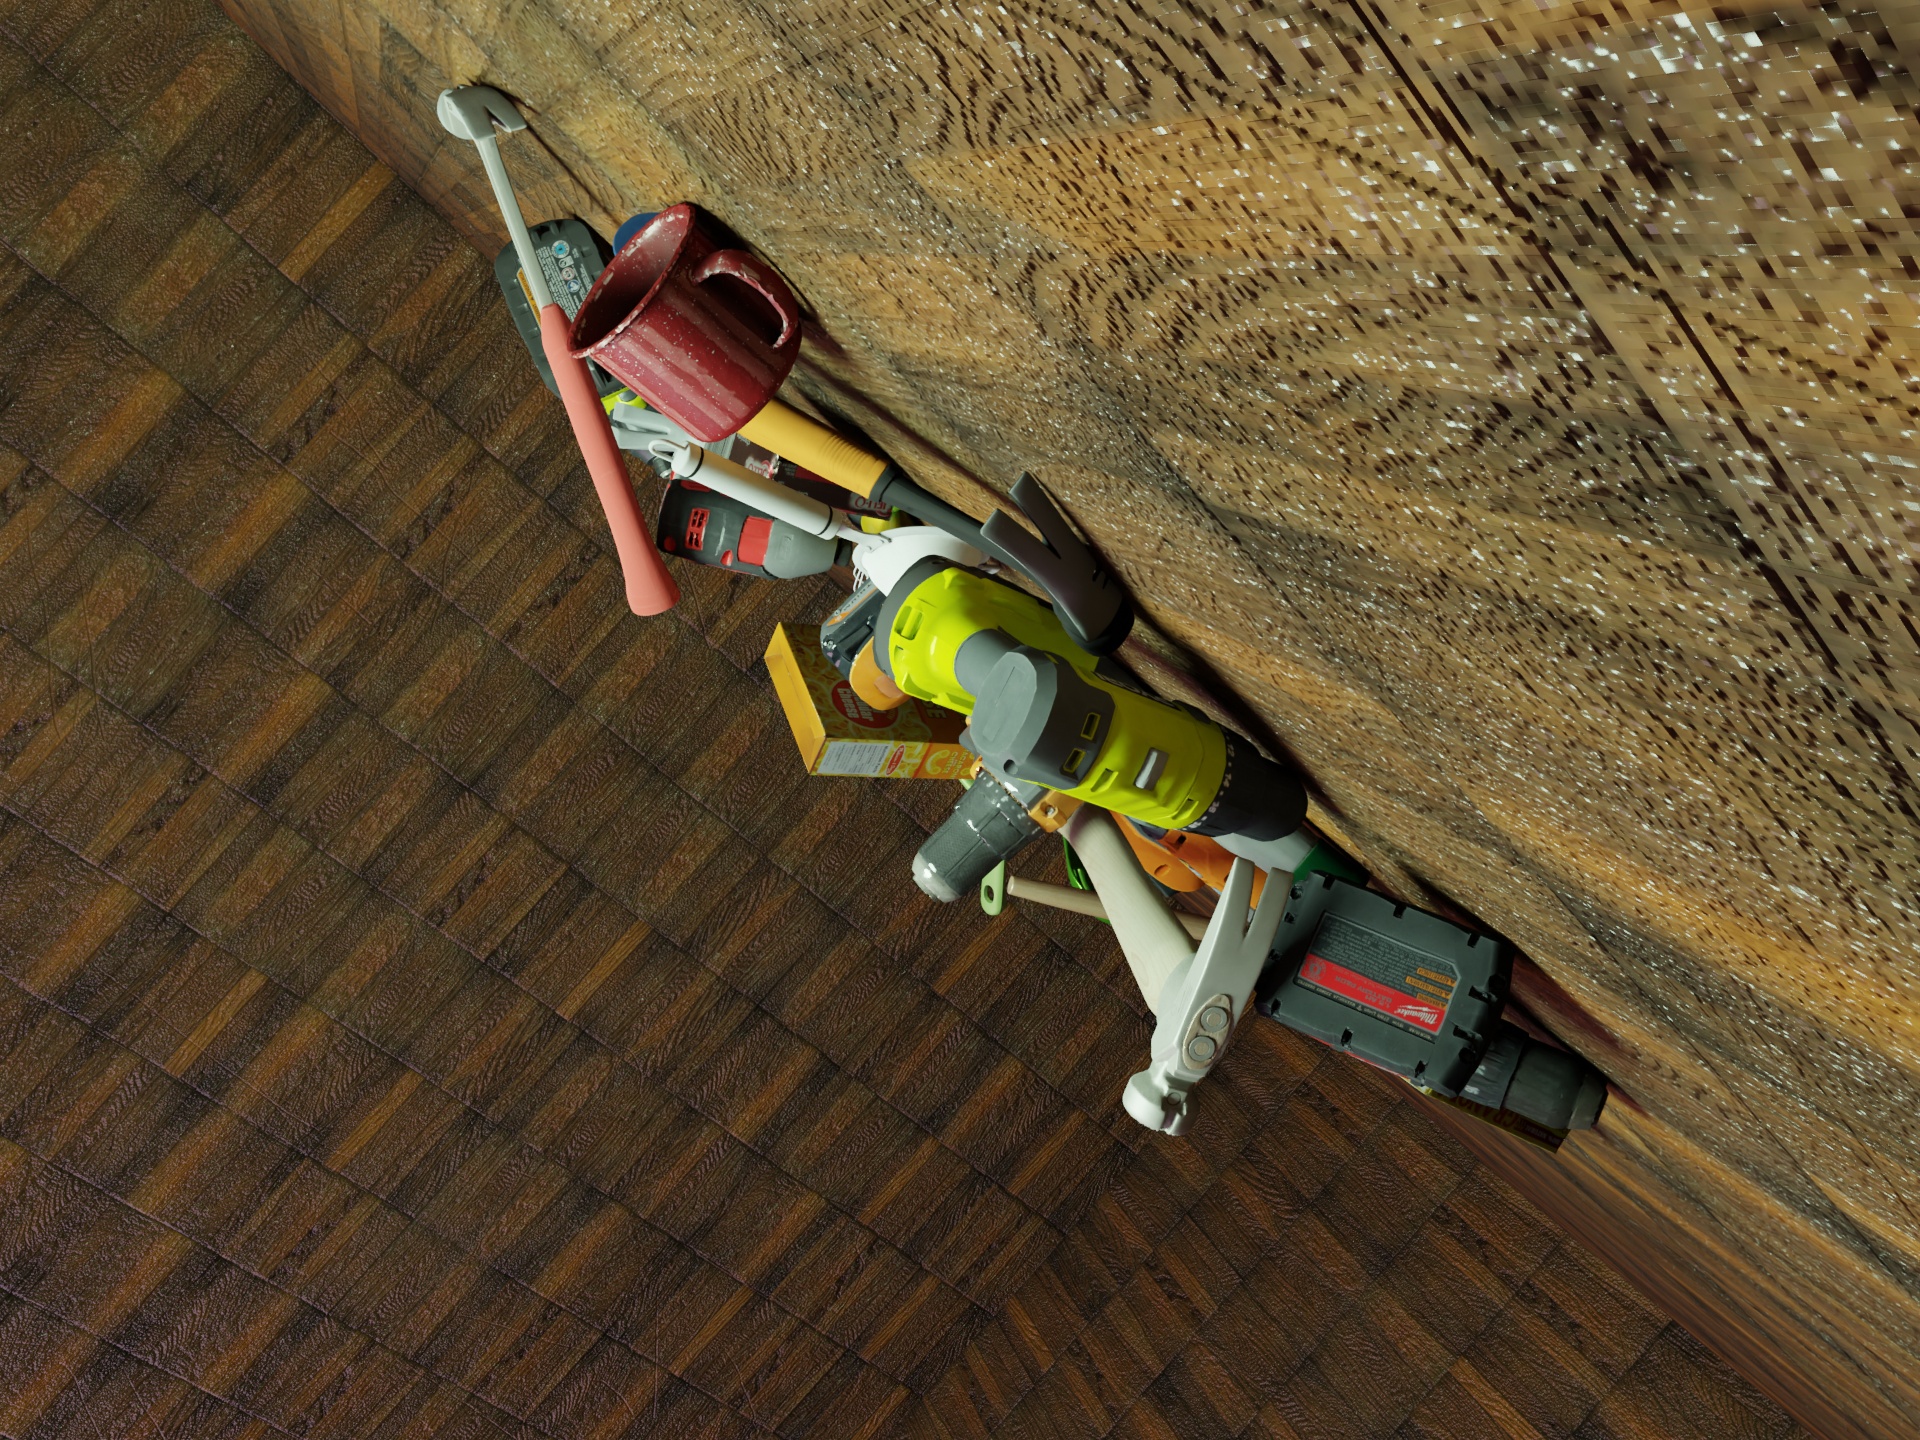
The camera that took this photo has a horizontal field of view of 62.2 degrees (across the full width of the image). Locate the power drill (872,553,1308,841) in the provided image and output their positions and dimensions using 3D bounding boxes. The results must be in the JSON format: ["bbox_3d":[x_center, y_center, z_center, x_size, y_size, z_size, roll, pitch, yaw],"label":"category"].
[{"bbox_3d":[0.064,-0.007,0.856,0.190,0.080,0.229,20,-170,-30],"label":"power drill"}]

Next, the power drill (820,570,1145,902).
[{"bbox_3d":[-0.002,-0.003,1.042,0.226,0.185,0.084,45,180,38],"label":"power drill"}]

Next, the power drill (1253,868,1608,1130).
[{"bbox_3d":[0.258,0.165,0.865,0.188,0.080,0.226,21,171,24],"label":"power drill"}]

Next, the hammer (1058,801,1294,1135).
[{"bbox_3d":[0.098,0.083,0.972,0.038,0.146,0.411,18,-167,-13],"label":"hammer"}]

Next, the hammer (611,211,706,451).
[{"bbox_3d":[-0.177,-0.228,1.016,0.144,0.035,0.405,5,175,-3],"label":"hammer"}]

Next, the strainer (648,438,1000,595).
[{"bbox_3d":[-0.074,-0.112,0.944,0.258,0.050,0.087,21,151,-37],"label":"strainer"}]

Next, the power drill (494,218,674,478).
[{"bbox_3d":[-0.281,-0.291,1.267,0.223,0.080,0.171,61,-175,-86],"label":"power drill"}]

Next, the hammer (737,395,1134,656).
[{"bbox_3d":[-0.060,-0.135,0.824,0.337,0.034,0.127,32,174,36],"label":"hammer"}]

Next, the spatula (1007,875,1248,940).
[{"bbox_3d":[0.183,0.148,1.110,0.315,0.018,0.060,13,-176,-11],"label":"spatula"}]

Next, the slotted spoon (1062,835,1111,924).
[{"bbox_3d":[0.056,0.023,1.234,0.070,0.031,0.314,-4,-115,-59],"label":"slotted spoon"}]

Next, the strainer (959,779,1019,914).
[{"bbox_3d":[0.050,0.045,1.337,0.152,0.069,0.256,25,125,37],"label":"strainer"}]

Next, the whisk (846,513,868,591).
[{"bbox_3d":[-0.067,-0.139,1.293,0.070,0.070,0.284,42,173,11],"label":"whisk"}]

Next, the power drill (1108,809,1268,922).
[{"bbox_3d":[0.173,0.087,1.109,0.164,0.084,0.226,40,175,-12],"label":"power drill"}]

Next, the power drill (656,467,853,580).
[{"bbox_3d":[-0.161,-0.164,1.239,0.143,0.078,0.220,10,-162,-13],"label":"power drill"}]

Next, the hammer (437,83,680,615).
[{"bbox_3d":[-0.250,-0.223,1.031,0.149,0.036,0.358,47,156,53],"label":"hammer"}]
